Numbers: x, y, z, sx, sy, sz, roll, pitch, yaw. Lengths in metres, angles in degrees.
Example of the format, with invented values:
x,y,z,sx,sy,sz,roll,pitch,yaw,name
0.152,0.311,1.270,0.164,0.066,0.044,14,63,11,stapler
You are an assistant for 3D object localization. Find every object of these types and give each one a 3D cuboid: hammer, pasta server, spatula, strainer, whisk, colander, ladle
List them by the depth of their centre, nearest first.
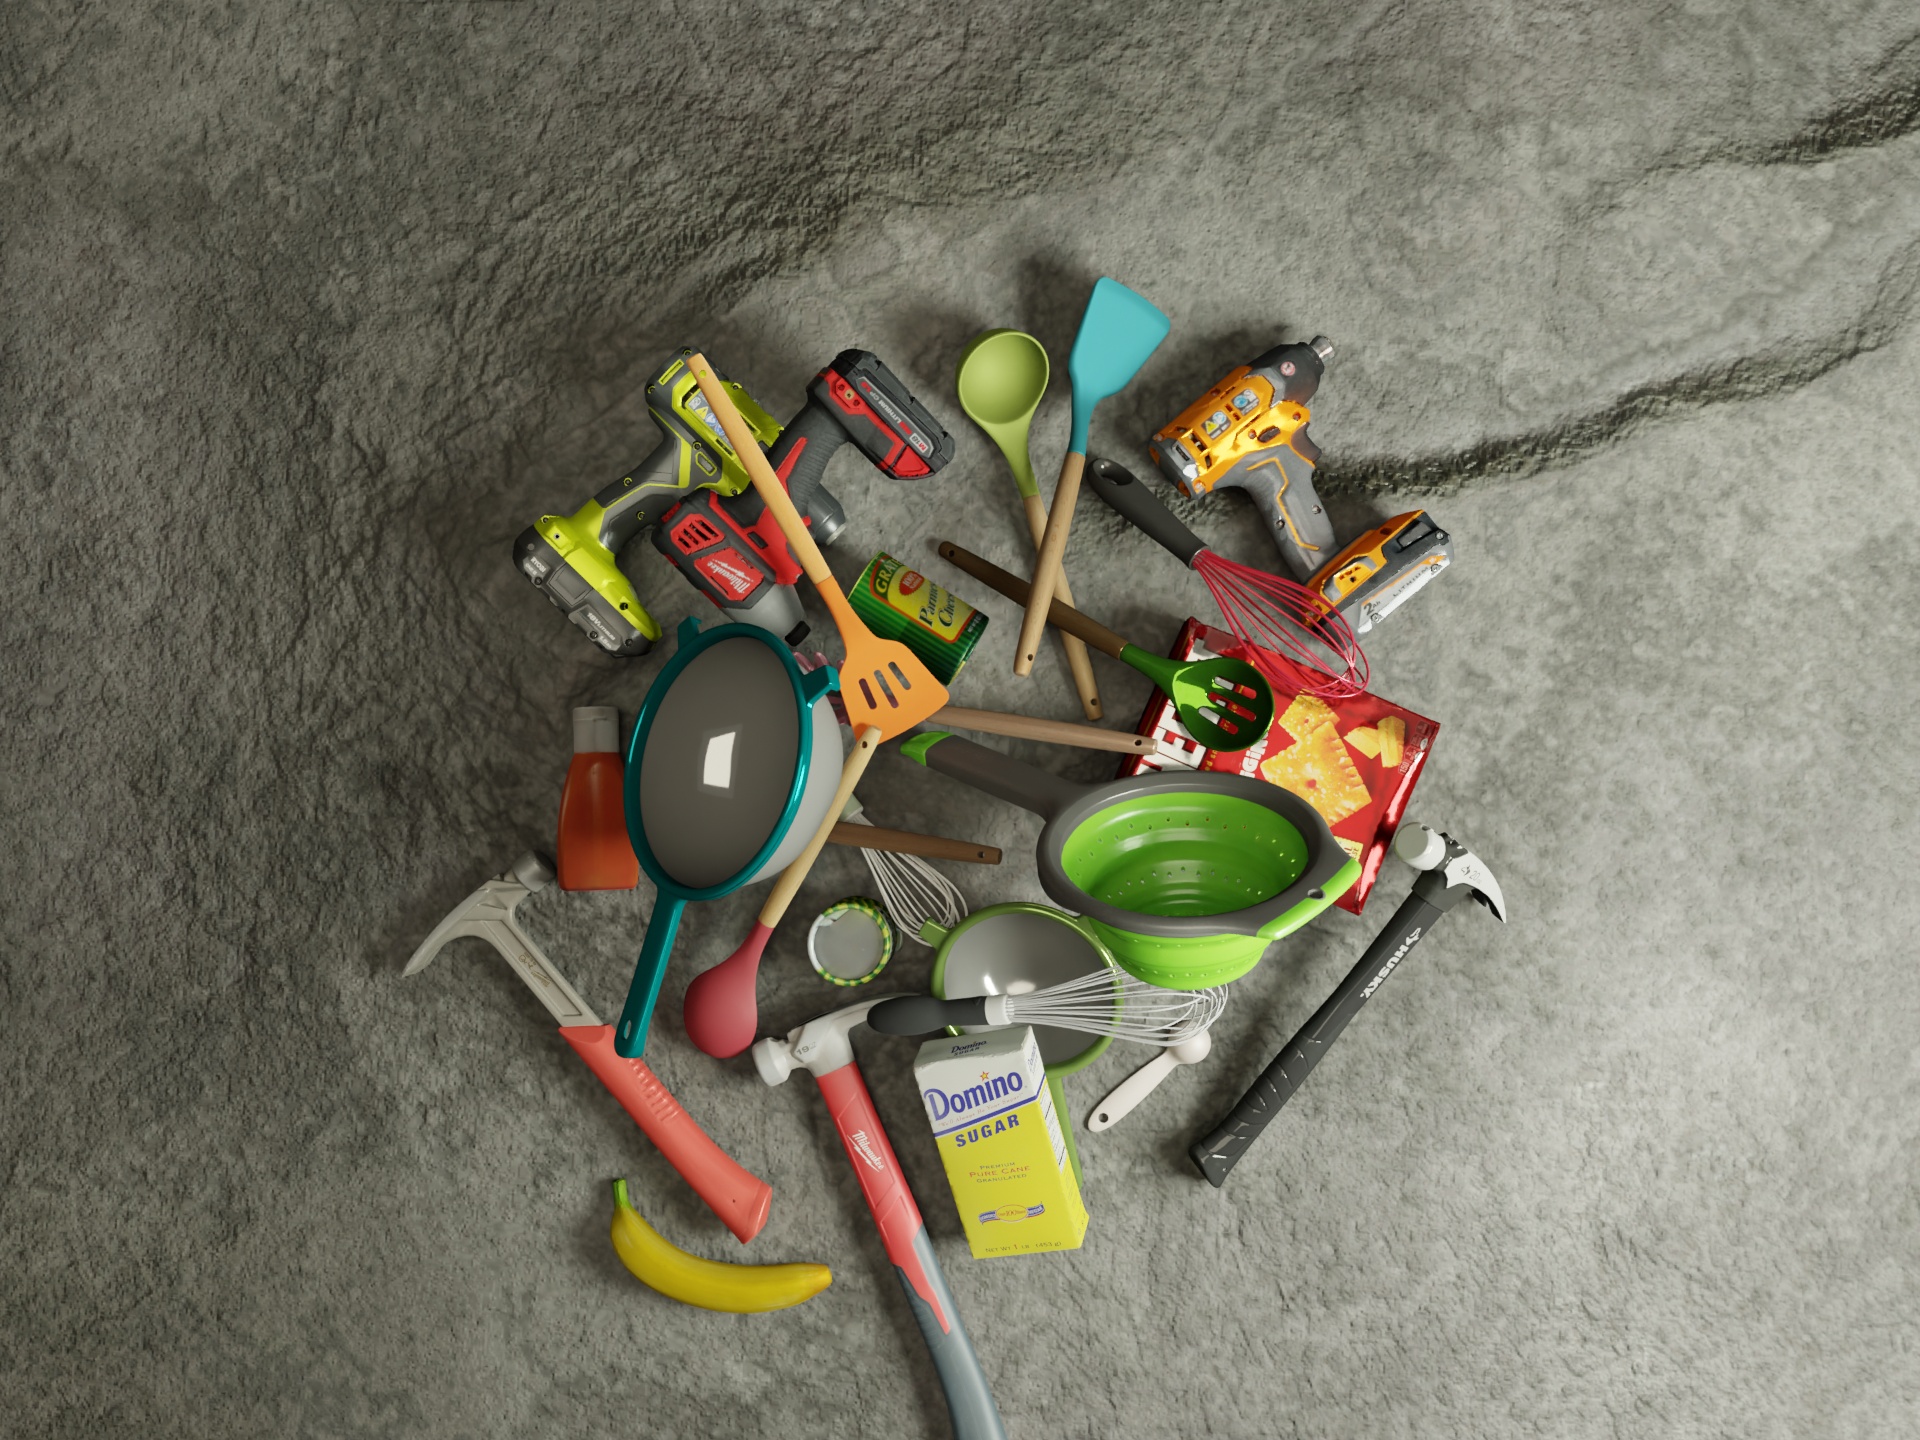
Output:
x,y,z,sx,sy,sz,roll,pitch,yaw,name
0.101,0.100,1.173,0.397,0.204,0.094,21,128,42,colander
-0.116,-0.127,1.187,0.081,0.041,0.322,-30,102,-1,spatula
0.060,0.213,1.190,0.284,0.070,0.070,-7,88,21,whisk
-0.178,0.098,1.218,0.211,0.095,0.340,20,93,44,strainer
0.197,-0.113,1.218,0.073,0.073,0.296,-45,62,2,whisk
0.290,0.231,1.231,0.334,0.146,0.035,-54,42,11,hammer
0.090,-0.185,1.240,0.082,0.044,0.317,23,75,-35,spatula
-0.002,-0.004,1.249,0.316,0.040,0.060,9,79,18,pasta server
-0.139,0.138,1.253,0.069,0.031,0.315,33,104,14,ladle
-0.118,0.083,1.262,0.316,0.018,0.060,8,88,19,spatula
0.068,0.250,1.263,0.151,0.069,0.256,-8,107,16,strainer
0.067,-0.155,1.269,0.078,0.062,0.320,-16,91,-13,ladle
-0.029,0.412,1.273,0.143,0.038,0.386,-23,87,2,hammer
-0.082,0.083,1.283,0.059,0.057,0.246,-36,83,-32,whisk
-0.289,0.283,1.290,0.149,0.036,0.359,-42,85,2,hammer

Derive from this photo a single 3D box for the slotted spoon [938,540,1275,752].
x,y,z,sx,sy,sz,roll,pitch,yaw,name
0.107,-0.067,1.231,0.314,0.031,0.070,31,100,24,slotted spoon

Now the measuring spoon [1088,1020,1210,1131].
x,y,z,sx,sy,sz,roll,pitch,yaw,name
0.150,0.288,1.272,0.124,0.018,0.034,-42,87,3,measuring spoon

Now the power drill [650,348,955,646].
x,y,z,sx,sy,sz,roll,pitch,yaw,name
-0.115,-0.168,1.225,0.219,0.079,0.143,-45,106,0,power drill

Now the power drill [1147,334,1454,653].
x,y,z,sx,sy,sz,roll,pitch,yaw,name
0.278,-0.184,1.243,0.164,0.084,0.226,-40,83,1,power drill

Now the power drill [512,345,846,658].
x,y,z,sx,sy,sz,roll,pitch,yaw,name
-0.224,-0.158,1.278,0.190,0.080,0.228,45,89,-5,power drill
